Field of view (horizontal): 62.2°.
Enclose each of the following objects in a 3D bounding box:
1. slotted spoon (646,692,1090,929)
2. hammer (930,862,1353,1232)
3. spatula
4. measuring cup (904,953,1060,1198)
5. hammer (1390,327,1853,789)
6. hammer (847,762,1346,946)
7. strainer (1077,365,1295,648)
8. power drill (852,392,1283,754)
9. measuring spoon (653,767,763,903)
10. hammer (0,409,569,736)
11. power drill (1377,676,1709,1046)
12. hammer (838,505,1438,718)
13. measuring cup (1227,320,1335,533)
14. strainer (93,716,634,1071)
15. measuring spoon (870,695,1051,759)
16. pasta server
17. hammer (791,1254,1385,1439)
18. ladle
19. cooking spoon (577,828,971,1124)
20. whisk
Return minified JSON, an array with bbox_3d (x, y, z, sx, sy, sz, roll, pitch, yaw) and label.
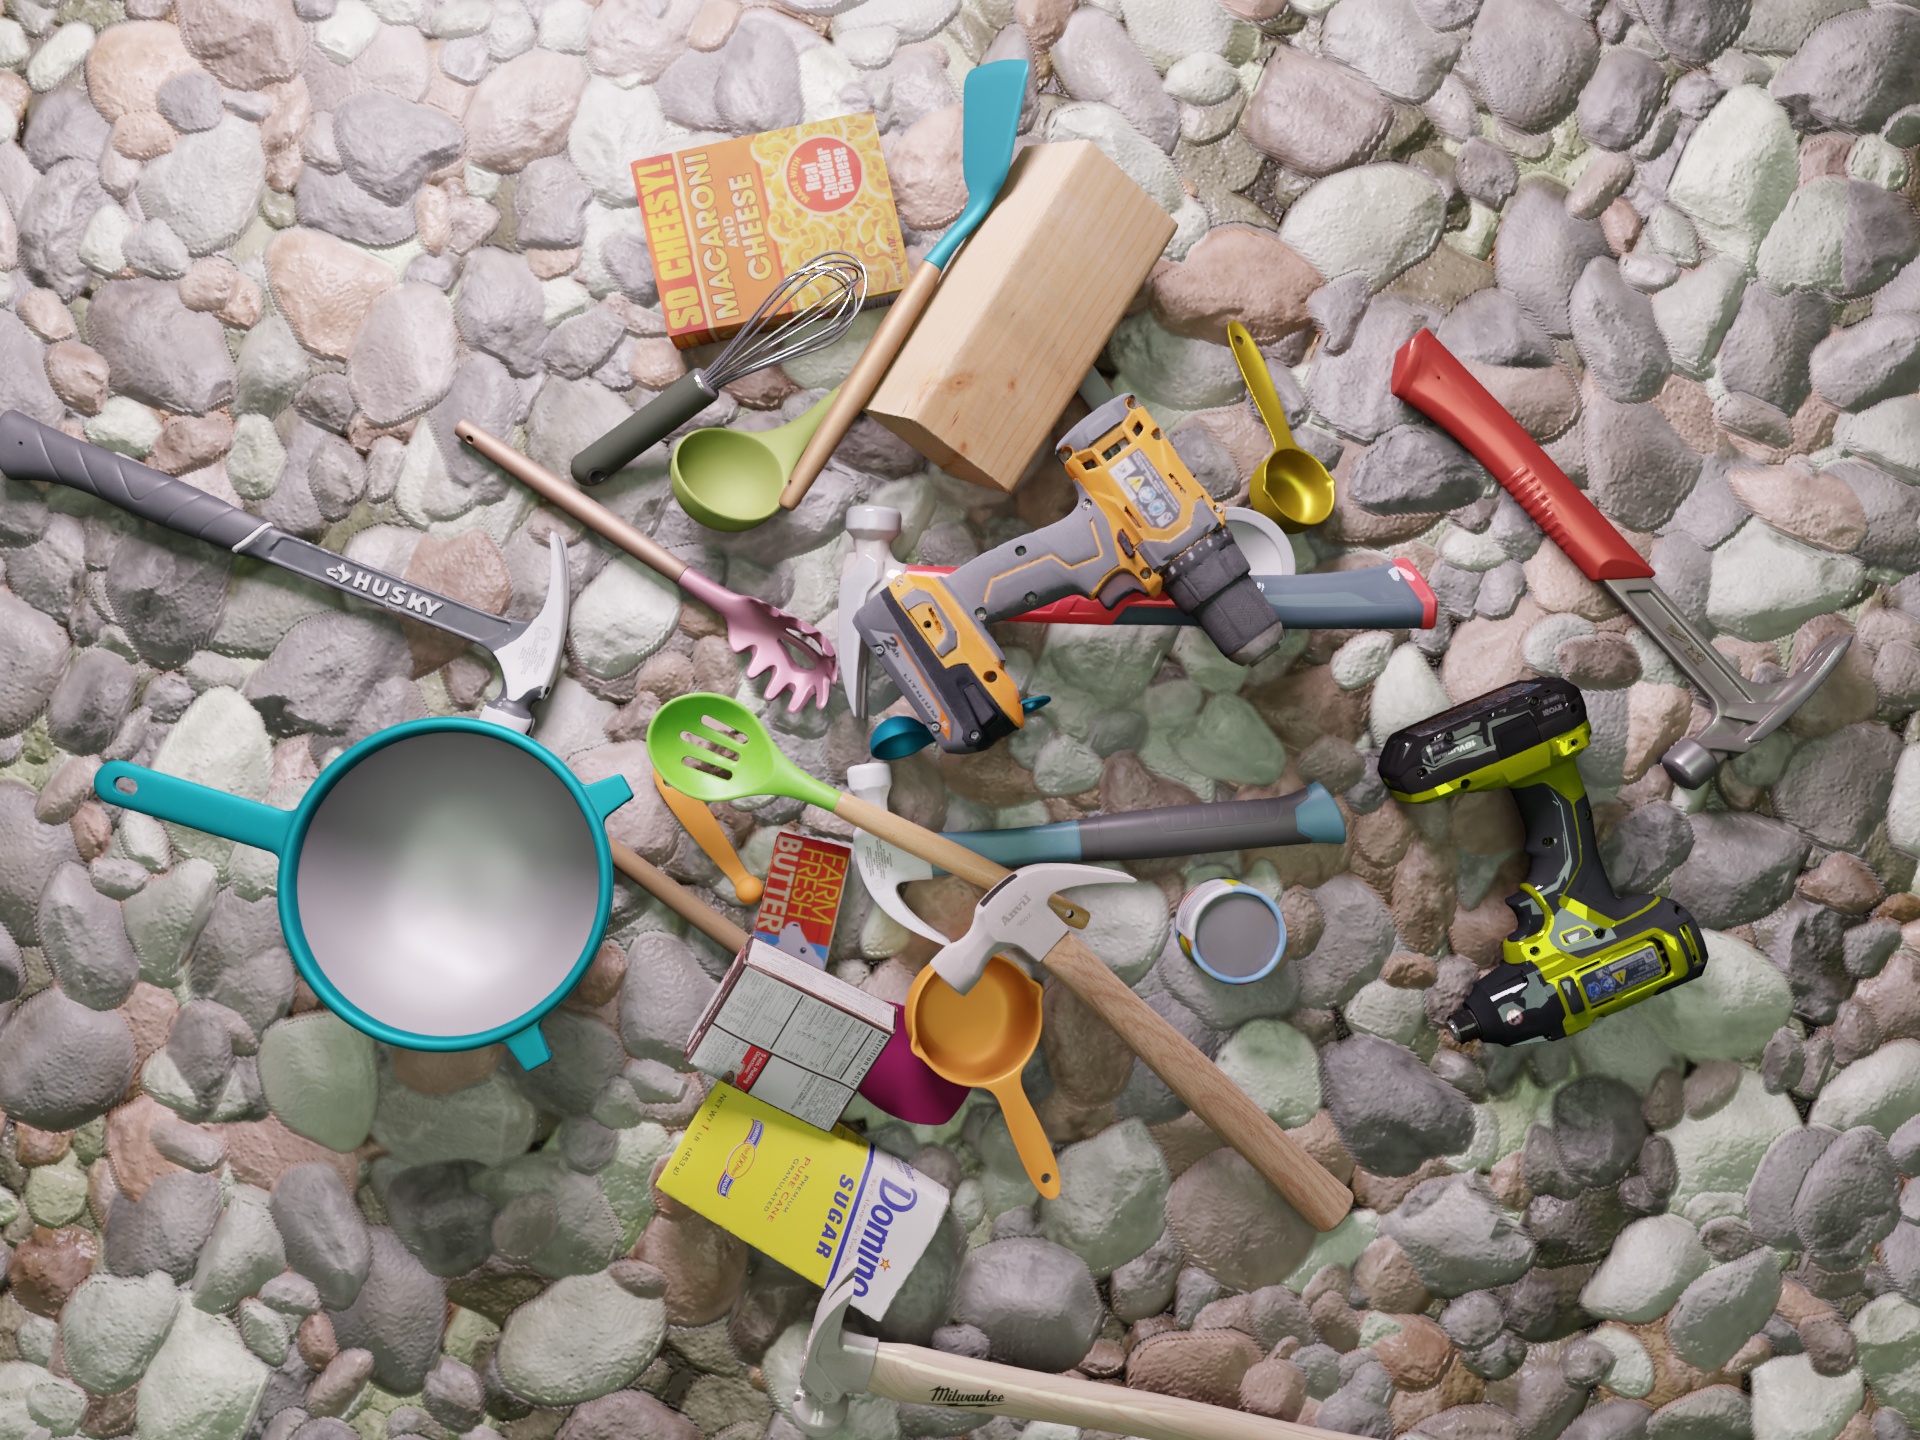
[{"bbox_3d":[-0.058,0.067,1.045,0.313,0.031,0.070,25,88,-1],"label":"slotted spoon"},{"bbox_3d":[0.140,0.219,1.043,0.331,0.031,0.130,44,86,-11],"label":"hammer"},{"bbox_3d":[-0.041,-0.279,1.032,0.044,0.082,0.317,31,88,-33],"label":"spatula"},{"bbox_3d":[0.023,0.234,1.060,0.095,0.052,0.173,-24,92,-13],"label":"measuring cup"},{"bbox_3d":[0.431,-0.131,1.078,0.149,0.037,0.359,-43,90,-1],"label":"hammer"},{"bbox_3d":[0.094,0.078,1.075,0.331,0.033,0.128,-6,89,0],"label":"hammer"},{"bbox_3d":[0.142,-0.154,1.073,0.087,0.050,0.258,-36,86,8],"label":"strainer"},{"bbox_3d":[0.071,-0.066,0.991,0.226,0.084,0.185,-37,86,6],"label":"power drill"},{"bbox_3d":[-0.173,0.077,1.083,0.021,0.011,0.117,-36,90,-1],"label":"measuring spoon"},{"bbox_3d":[-0.457,-0.121,1.074,0.409,0.036,0.149,22,88,0],"label":"hammer"},{"bbox_3d":[0.374,0.098,1.056,0.171,0.080,0.223,-23,93,-1],"label":"power drill"},{"bbox_3d":[0.110,-0.065,1.039,0.386,0.038,0.143,3,90,11],"label":"hammer"},{"bbox_3d":[0.206,-0.198,1.084,0.062,0.029,0.157,-11,75,-28],"label":"measuring cup"},{"bbox_3d":[-0.386,0.087,1.043,0.340,0.095,0.211,17,87,2],"label":"strainer"},{"bbox_3d":[-0.002,-0.003,1.079,0.128,0.042,0.021,-17,67,-8],"label":"measuring spoon"},{"bbox_3d":[-0.212,-0.110,1.073,0.316,0.040,0.060,34,118,2],"label":"pasta server"},{"bbox_3d":[0.101,0.447,1.045,0.410,0.038,0.146,13,121,-4],"label":"hammer"},{"bbox_3d":[-0.059,-0.239,1.068,0.320,0.062,0.078,-39,82,-3],"label":"ladle"},{"bbox_3d":[-0.128,0.167,1.080,0.319,0.017,0.069,36,79,0],"label":"cooking spoon"},{"bbox_3d":[-0.162,-0.228,1.049,0.246,0.057,0.059,-31,68,16],"label":"whisk"}]
